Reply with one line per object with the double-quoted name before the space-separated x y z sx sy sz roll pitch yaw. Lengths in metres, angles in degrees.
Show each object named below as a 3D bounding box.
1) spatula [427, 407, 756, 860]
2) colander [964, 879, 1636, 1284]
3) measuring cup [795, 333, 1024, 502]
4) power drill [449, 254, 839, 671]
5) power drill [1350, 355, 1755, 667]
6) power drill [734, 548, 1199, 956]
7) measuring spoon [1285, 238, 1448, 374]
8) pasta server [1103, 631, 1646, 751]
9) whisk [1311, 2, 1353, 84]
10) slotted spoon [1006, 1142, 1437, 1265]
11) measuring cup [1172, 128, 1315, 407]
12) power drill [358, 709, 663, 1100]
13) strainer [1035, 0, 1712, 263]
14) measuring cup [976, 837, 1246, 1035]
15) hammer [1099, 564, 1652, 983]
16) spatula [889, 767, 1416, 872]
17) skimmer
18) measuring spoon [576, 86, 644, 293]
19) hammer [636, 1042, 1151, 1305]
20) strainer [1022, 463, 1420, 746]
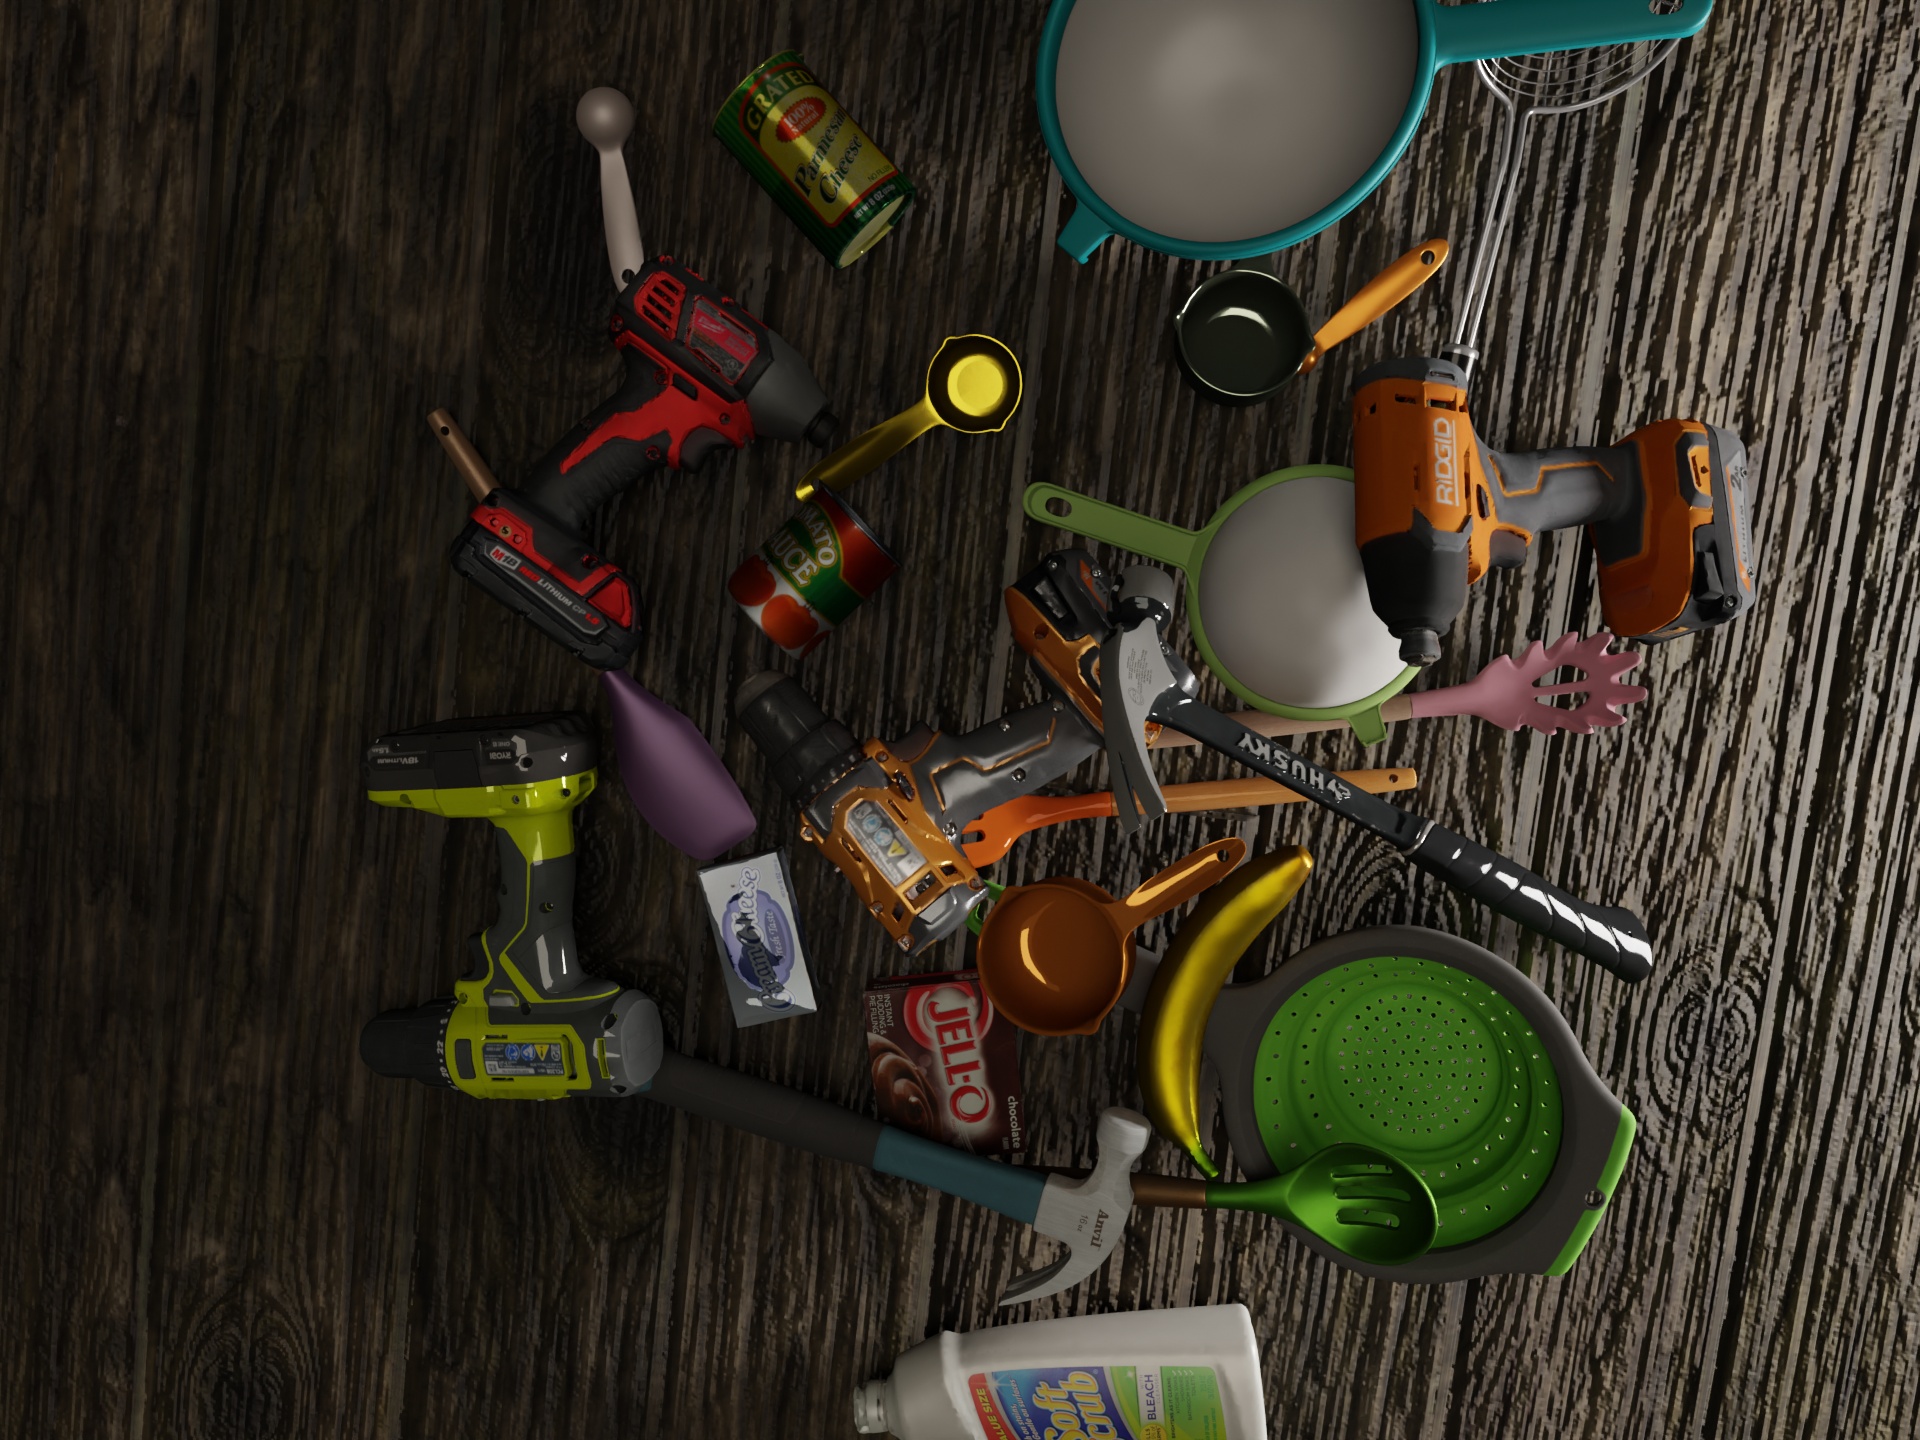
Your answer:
"spatula" -0.230 -0.051 0.964 0.060 0.018 0.316 -32 96 3
"colander" 0.191 0.183 0.959 0.397 0.094 0.204 23 102 16
"measuring cup" -0.031 -0.174 0.949 0.156 0.029 0.062 -30 95 16
"power drill" -0.178 -0.142 0.918 0.143 0.078 0.219 35 87 -6
"power drill" 0.319 -0.101 0.874 0.226 0.084 0.164 6 77 -18
"power drill" -0.001 -0.003 0.914 0.226 0.084 0.185 -40 82 -6
"measuring spoon" 0.241 -0.245 0.938 0.117 0.011 0.021 -38 95 5
"pasta server" 0.243 -0.007 0.953 0.316 0.040 0.060 -7 84 3
"whisk" 0.244 -0.480 0.897 0.055 0.055 0.239 17 100 -1
"slotted spoon" 0.121 0.274 0.932 0.314 0.031 0.070 -4 98 27
"measuring cup" 0.170 -0.263 0.932 0.083 0.038 0.168 11 80 1
"power drill" -0.284 0.115 0.948 0.190 0.080 0.228 -3 98 17
"strainer" 0.215 -0.350 0.863 0.340 0.095 0.211 -1 89 15
"measuring cup" 0.092 0.112 0.911 0.173 0.052 0.095 -34 82 16
"hammer" 0.243 0.062 0.890 0.408 0.036 0.149 27 52 -22
"spatula" 0.115 0.048 0.958 0.322 0.041 0.081 -5 79 0
"skimmer" 0.314 -0.268 0.893 0.127 0.090 0.363 10 99 -21
"measuring spoon" -0.203 -0.310 0.935 0.034 0.018 0.124 -7 97 1
"hammer" -0.060 0.249 0.951 0.331 0.033 0.128 15 99 13
"strainer" 0.155 -0.091 0.914 0.256 0.069 0.151 20 96 7
